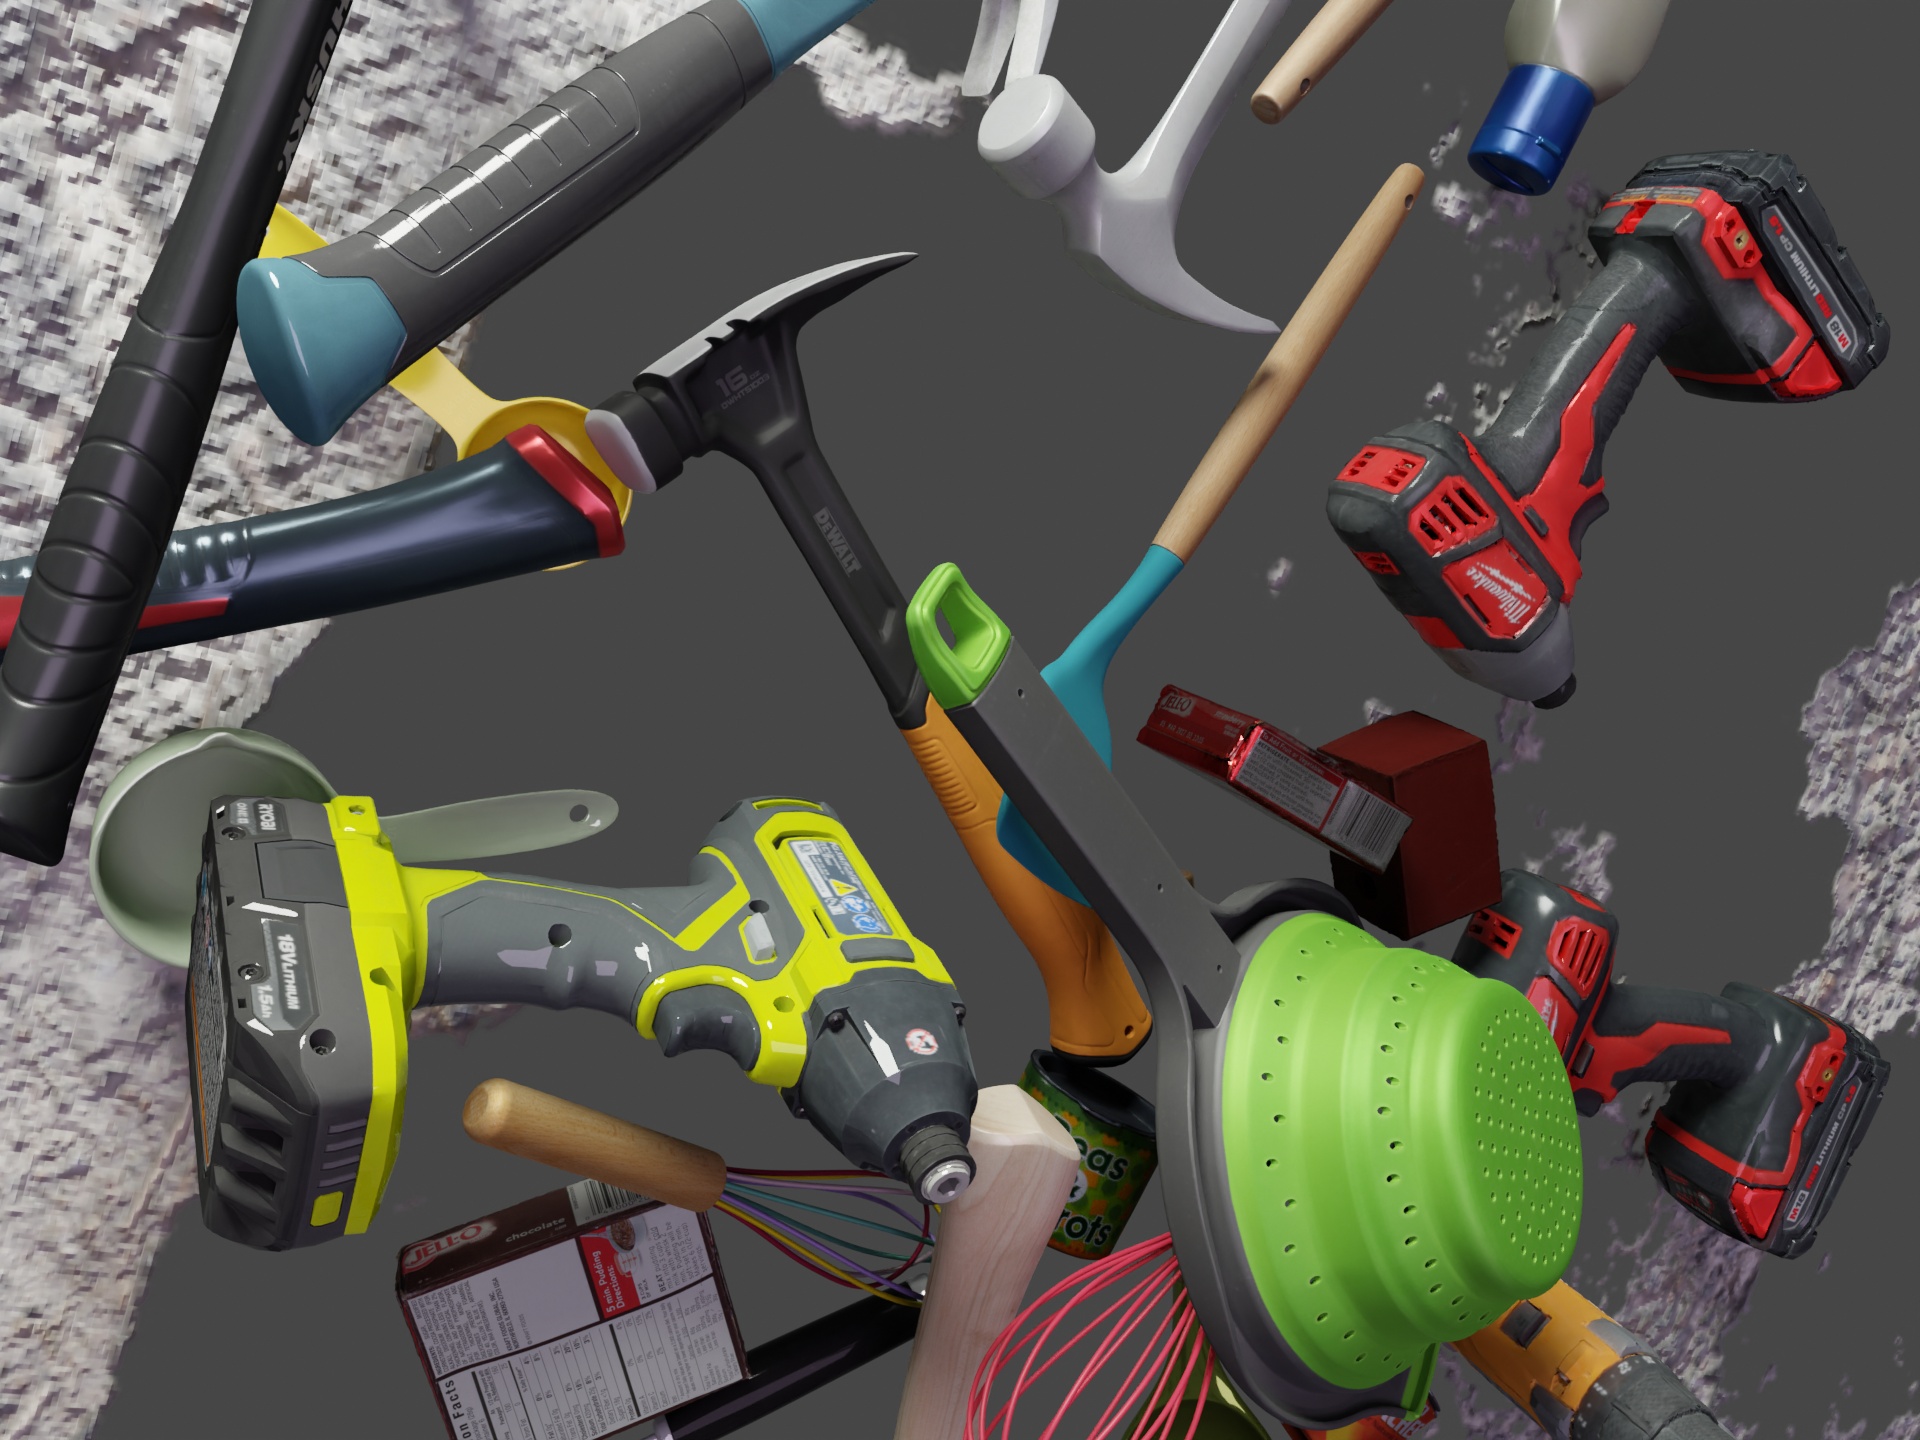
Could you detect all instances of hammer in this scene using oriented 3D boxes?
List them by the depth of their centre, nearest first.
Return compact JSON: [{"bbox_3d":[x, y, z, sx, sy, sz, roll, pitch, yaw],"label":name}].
[{"bbox_3d":[-0.198,-0.120,0.421,0.035,0.146,0.335,20,90,-12],"label":"hammer"},{"bbox_3d":[-0.073,-0.193,0.463,0.331,0.033,0.128,-49,130,-28],"label":"hammer"},{"bbox_3d":[-0.291,-0.012,0.470,0.386,0.038,0.143,-12,109,-13],"label":"hammer"},{"bbox_3d":[0.154,-0.327,0.569,0.143,0.035,0.405,33,86,-44],"label":"hammer"},{"bbox_3d":[-0.001,-0.002,0.596,0.127,0.034,0.336,-40,118,-23],"label":"hammer"},{"bbox_3d":[-0.024,0.326,0.637,0.146,0.038,0.410,0,113,-21],"label":"hammer"}]

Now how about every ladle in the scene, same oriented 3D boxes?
[{"bbox_3d":[0.099,0.223,0.688,0.078,0.062,0.320,-2,102,5],"label":"ladle"}]

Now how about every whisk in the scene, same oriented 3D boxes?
[{"bbox_3d":[-0.079,0.171,0.583,0.244,0.051,0.047,35,65,-41],"label":"whisk"},{"bbox_3d":[0.094,0.203,0.613,0.296,0.073,0.073,-31,117,-48],"label":"whisk"}]

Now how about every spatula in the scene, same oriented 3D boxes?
[{"bbox_3d":[0.196,-0.316,0.571,0.316,0.018,0.059,-50,144,-18],"label":"spatula"},{"bbox_3d":[0.102,-0.081,0.610,0.082,0.044,0.317,38,82,-48],"label":"spatula"}]

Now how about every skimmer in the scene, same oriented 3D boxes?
[{"bbox_3d":[-0.157,0.326,0.594,0.363,0.090,0.127,-21,150,-19],"label":"skimmer"}]

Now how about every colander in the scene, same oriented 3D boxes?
[{"bbox_3d":[0.122,0.096,0.558,0.396,0.094,0.205,53,44,-24],"label":"colander"}]

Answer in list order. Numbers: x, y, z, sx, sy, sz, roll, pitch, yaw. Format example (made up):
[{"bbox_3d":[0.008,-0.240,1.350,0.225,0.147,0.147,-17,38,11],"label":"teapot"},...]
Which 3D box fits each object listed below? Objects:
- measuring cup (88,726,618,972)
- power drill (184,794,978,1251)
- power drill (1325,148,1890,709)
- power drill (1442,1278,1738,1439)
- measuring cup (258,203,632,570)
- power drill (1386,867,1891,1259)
[{"bbox_3d":[-0.201,0.035,0.539,0.167,0.038,0.083,-6,108,-32],"label":"measuring cup"},{"bbox_3d":[-0.109,0.088,0.490,0.223,0.171,0.080,3,120,-31],"label":"power drill"},{"bbox_3d":[0.266,-0.114,0.658,0.219,0.079,0.143,-46,114,-2],"label":"power drill"},{"bbox_3d":[0.330,0.349,0.739,0.084,0.185,0.226,-45,117,-7],"label":"power drill"},{"bbox_3d":[-0.174,-0.111,0.515,0.156,0.029,0.062,43,86,-22],"label":"measuring cup"},{"bbox_3d":[0.303,0.186,0.747,0.226,0.080,0.188,21,95,-21],"label":"power drill"}]
